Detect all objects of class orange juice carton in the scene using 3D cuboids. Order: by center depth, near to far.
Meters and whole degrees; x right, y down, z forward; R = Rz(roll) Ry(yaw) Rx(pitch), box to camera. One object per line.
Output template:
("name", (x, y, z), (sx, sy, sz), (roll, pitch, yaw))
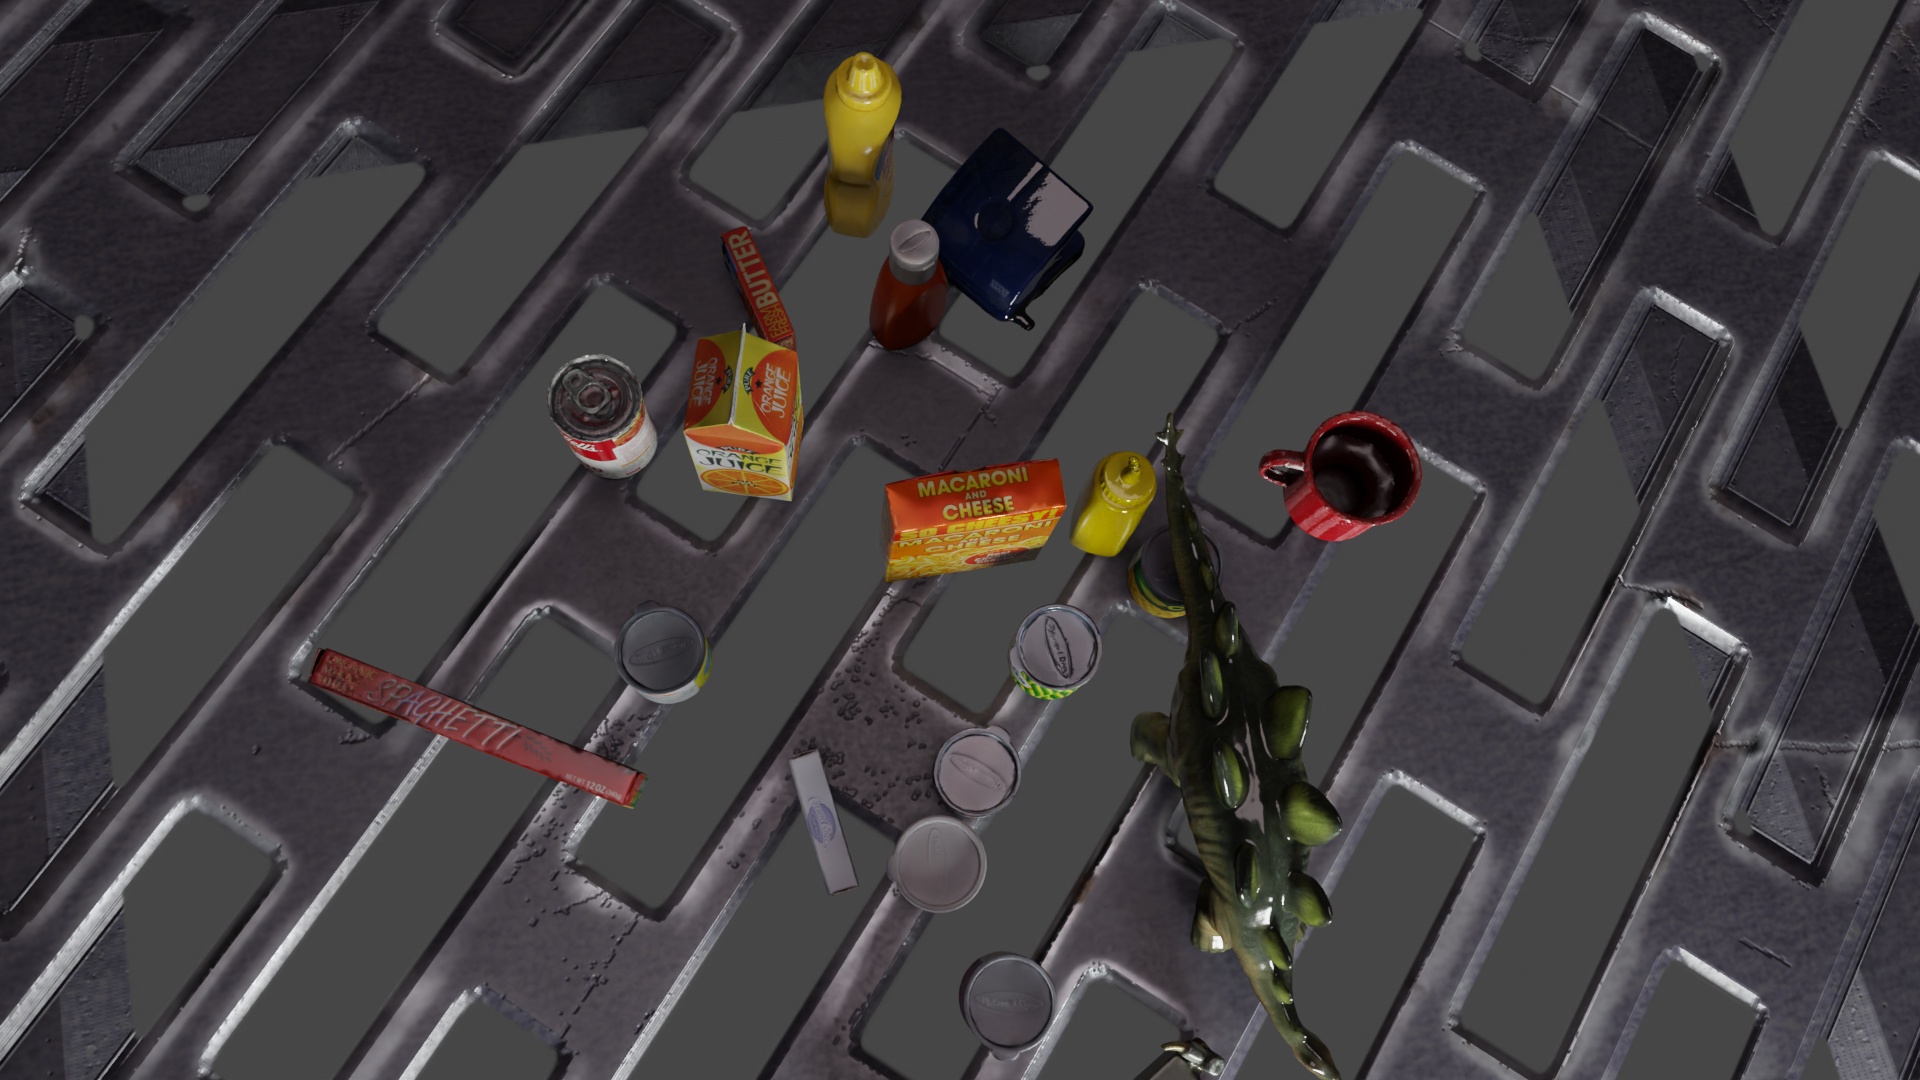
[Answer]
("orange juice carton", (-0.157, -0.091, 1.020), (0.073, 0.192, 0.072), (7, 76, -3))

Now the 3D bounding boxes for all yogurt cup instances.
("yogurt cup", (-0.017, 0.237, 1.018), (0.072, 0.053, 0.072), (1, 76, -5))

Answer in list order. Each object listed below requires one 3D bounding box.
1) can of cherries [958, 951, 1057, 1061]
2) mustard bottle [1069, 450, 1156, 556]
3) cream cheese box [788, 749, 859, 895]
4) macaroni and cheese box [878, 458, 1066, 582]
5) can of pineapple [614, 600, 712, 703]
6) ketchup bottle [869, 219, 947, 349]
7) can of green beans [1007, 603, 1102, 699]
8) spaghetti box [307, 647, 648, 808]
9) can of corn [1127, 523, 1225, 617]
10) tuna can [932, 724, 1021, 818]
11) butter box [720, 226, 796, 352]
("can of cherries", (0.032, 0.332, 0.995), (0.071, 0.058, 0.071), (1, 76, -5))
("mustard bottle", (0.117, -0.033, 1.046), (0.049, 0.160, 0.065), (17, 75, -1))
("cream cheese box", (-0.100, 0.207, 1.019), (0.024, 0.053, 0.104), (-17, 78, -9))
("macaroni and cheese box", (0.004, -0.013, 1.027), (0.124, 0.166, 0.040), (-9, 77, -7))
("can of pineapple", (-0.221, 0.084, 1.038), (0.071, 0.057, 0.071), (1, 76, -5))
("ketchup bottle", (-0.038, -0.199, 1.081), (0.065, 0.148, 0.043), (-35, 81, -12))
("can of green beans", (0.071, 0.086, 1.063), (0.071, 0.057, 0.071), (1, 76, -5))
("spaghetti box", (-0.351, 0.138, 1.016), (0.250, 0.050, 0.029), (21, 75, 1))
("can of corn", (0.169, 0.026, 1.088), (0.071, 0.058, 0.071), (1, 76, -5))
("tuna can", (0.013, 0.174, 1.048), (0.071, 0.032, 0.071), (1, 75, -5))
("butter box", (-0.162, -0.196, 1.119), (0.024, 0.053, 0.103), (-23, 79, -10))
